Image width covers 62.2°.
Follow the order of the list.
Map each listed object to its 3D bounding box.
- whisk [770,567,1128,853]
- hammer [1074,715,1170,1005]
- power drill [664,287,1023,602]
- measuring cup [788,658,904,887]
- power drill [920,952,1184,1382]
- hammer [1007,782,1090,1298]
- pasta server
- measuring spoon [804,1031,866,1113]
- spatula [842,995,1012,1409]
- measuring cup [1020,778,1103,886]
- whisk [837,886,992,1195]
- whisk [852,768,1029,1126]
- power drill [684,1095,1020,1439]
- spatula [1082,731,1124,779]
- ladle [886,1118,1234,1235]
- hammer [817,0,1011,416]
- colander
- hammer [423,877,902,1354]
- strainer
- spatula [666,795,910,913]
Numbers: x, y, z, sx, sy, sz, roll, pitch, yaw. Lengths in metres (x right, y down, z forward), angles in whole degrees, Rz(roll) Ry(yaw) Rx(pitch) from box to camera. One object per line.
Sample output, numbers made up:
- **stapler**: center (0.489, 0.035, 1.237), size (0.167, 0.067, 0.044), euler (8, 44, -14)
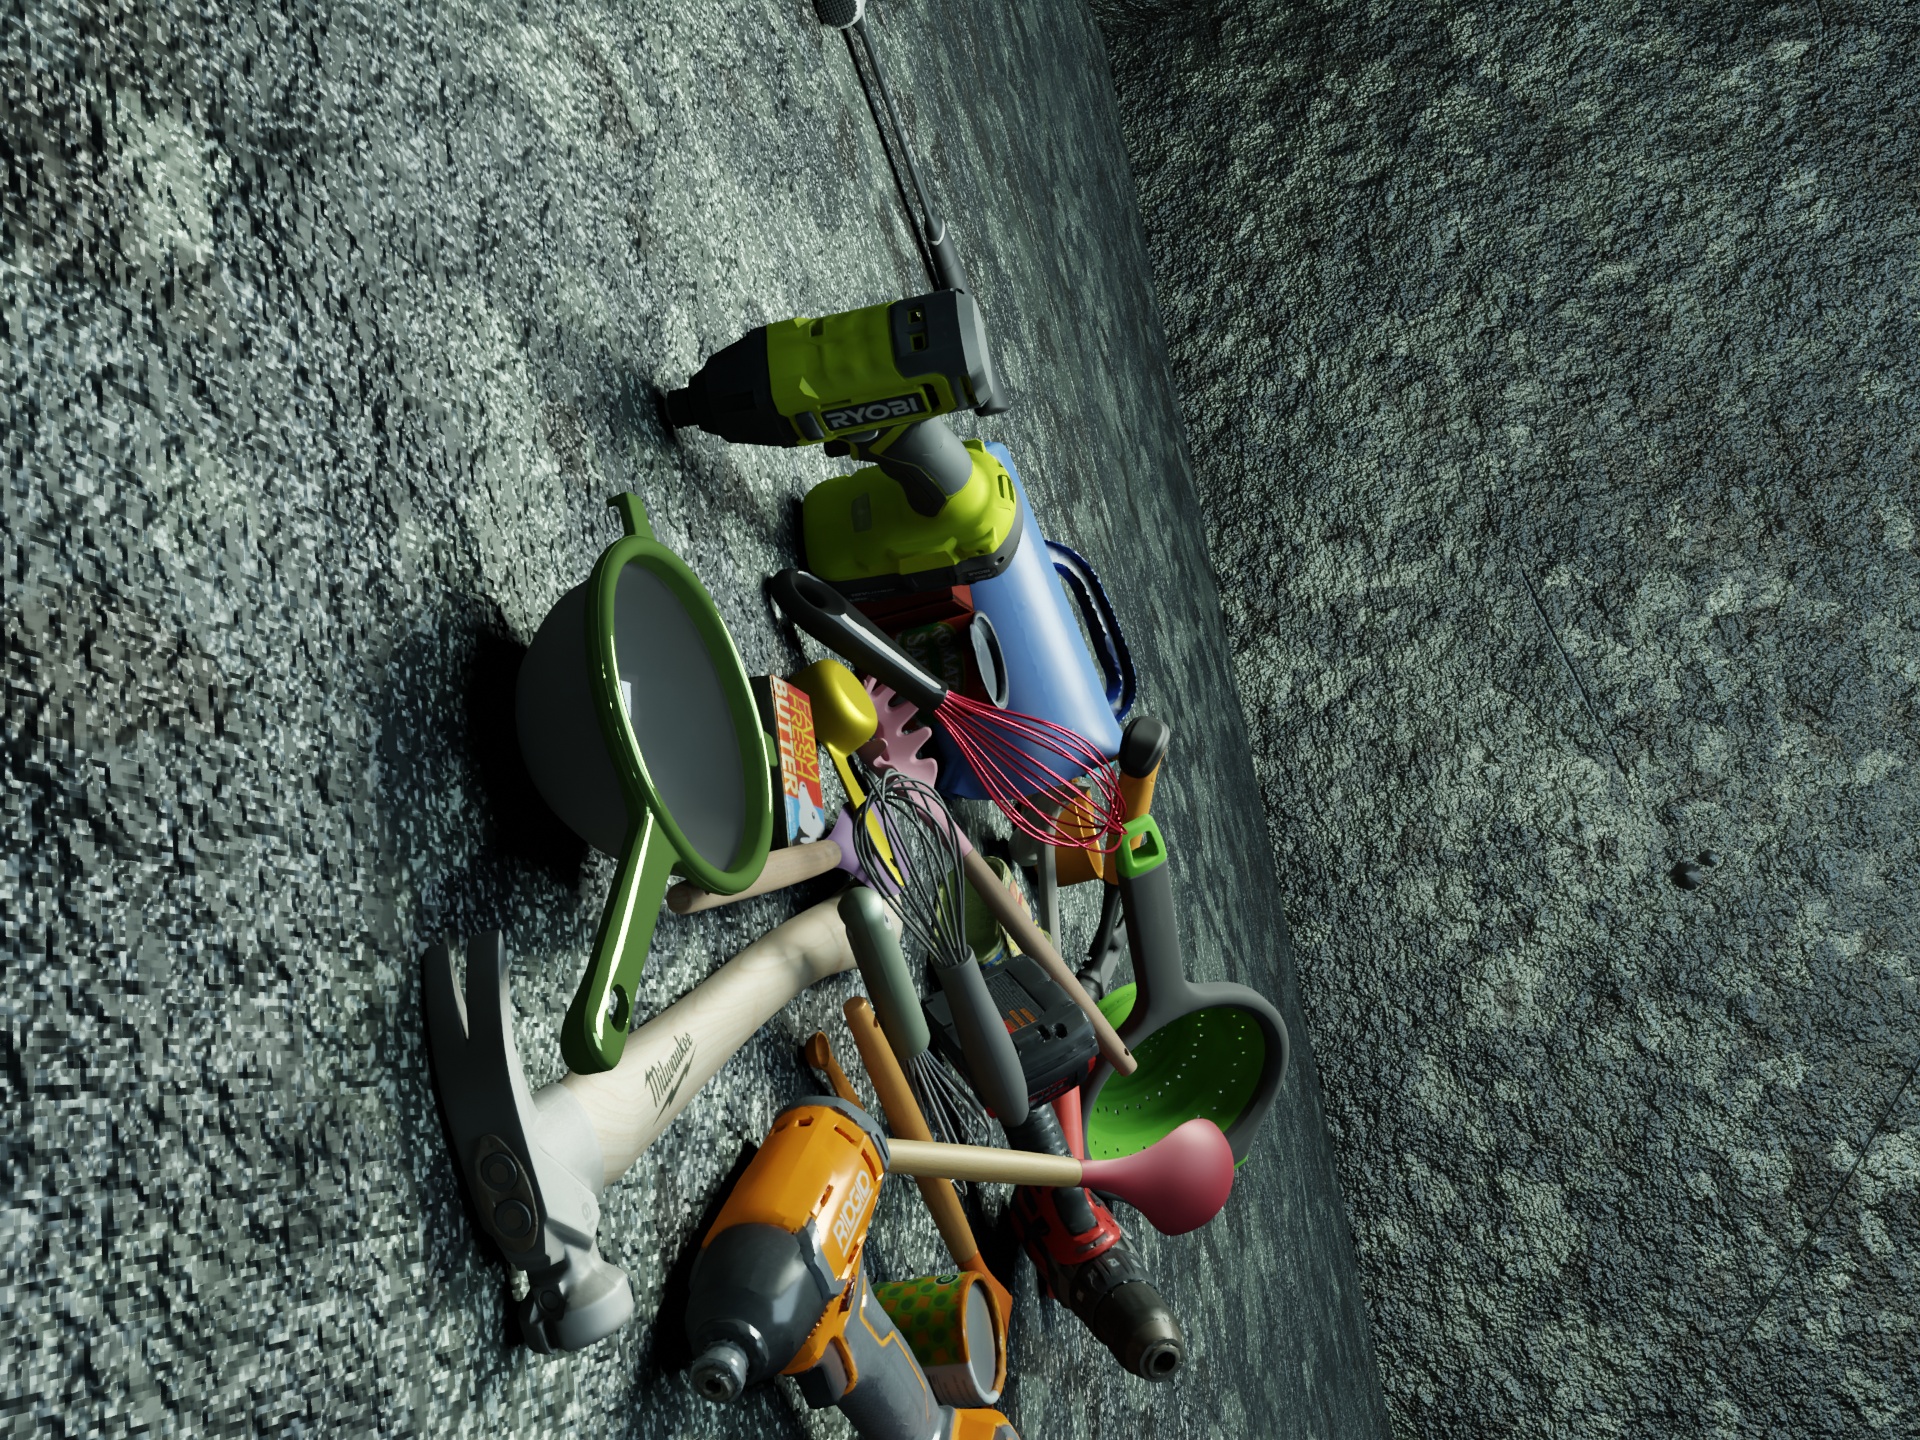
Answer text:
- **whisk**: center (-0.002, -0.003, 0.984), size (0.295, 0.073, 0.073), euler (37, 35, -26)
- **hammer**: center (0.126, 0.102, 1.220), size (0.336, 0.034, 0.127), euler (93, 22, -53)
- **power drill**: center (-0.055, -0.152, 0.908), size (0.223, 0.171, 0.080), euler (60, 22, -67)
- **measuring cup**: center (-0.053, 0.026, 0.893), size (0.062, 0.029, 0.157), euler (37, 20, -52)
- **power drill**: center (0.063, 0.277, 0.976), size (0.188, 0.080, 0.226), euler (36, -34, 66)
- **hammer**: center (0.073, 0.228, 1.155), size (0.149, 0.036, 0.359), euler (118, -28, -67)
- **pasta server**: center (0.024, 0.103, 1.017), size (0.316, 0.040, 0.060), euler (53, 32, -10)
- **measuring spoon**: center (-0.062, 0.210, 0.853), size (0.021, 0.011, 0.116), euler (-81, 156, -52)
- **spatula**: center (-0.014, 0.276, 0.871), size (0.081, 0.041, 0.322), euler (-74, 149, -57)
- **measuring cup**: center (0.087, 0.087, 1.369), size (0.174, 0.052, 0.095), euler (-65, 138, -77)
- **whisk**: center (-0.027, 0.176, 0.849), size (0.058, 0.059, 0.246), euler (-118, -170, -50)
- **whisk**: center (-0.006, 0.126, 0.848), size (0.055, 0.055, 0.238), euler (-74, 149, -59)
- **power drill**: center (-0.049, 0.303, 0.701), size (0.164, 0.084, 0.226), euler (-55, 125, -68)
- **spatula**: center (0.116, 0.019, 1.309), size (0.044, 0.082, 0.317), euler (-62, -177, -8)
- **ladle**: center (0.041, 0.241, 0.858), size (0.315, 0.031, 0.069), euler (16, 85, -34)
- **hammer**: center (-0.030, -0.463, 1.438), size (0.149, 0.036, 0.408), euler (-77, 150, -58)
- **colander**: center (0.141, 0.214, 1.238), size (0.095, 0.204, 0.396), euler (45, -26, 51)
- **hammer**: center (-0.105, 0.120, 0.732), size (0.410, 0.038, 0.146), euler (-28, 102, -73)
- **strainer**: center (-0.137, 0.037, 0.609), size (0.257, 0.069, 0.151), euler (-88, 158, -53)
- **spatula**: center (-0.074, 0.072, 0.802), size (0.060, 0.018, 0.316), euler (69, 14, 5)
